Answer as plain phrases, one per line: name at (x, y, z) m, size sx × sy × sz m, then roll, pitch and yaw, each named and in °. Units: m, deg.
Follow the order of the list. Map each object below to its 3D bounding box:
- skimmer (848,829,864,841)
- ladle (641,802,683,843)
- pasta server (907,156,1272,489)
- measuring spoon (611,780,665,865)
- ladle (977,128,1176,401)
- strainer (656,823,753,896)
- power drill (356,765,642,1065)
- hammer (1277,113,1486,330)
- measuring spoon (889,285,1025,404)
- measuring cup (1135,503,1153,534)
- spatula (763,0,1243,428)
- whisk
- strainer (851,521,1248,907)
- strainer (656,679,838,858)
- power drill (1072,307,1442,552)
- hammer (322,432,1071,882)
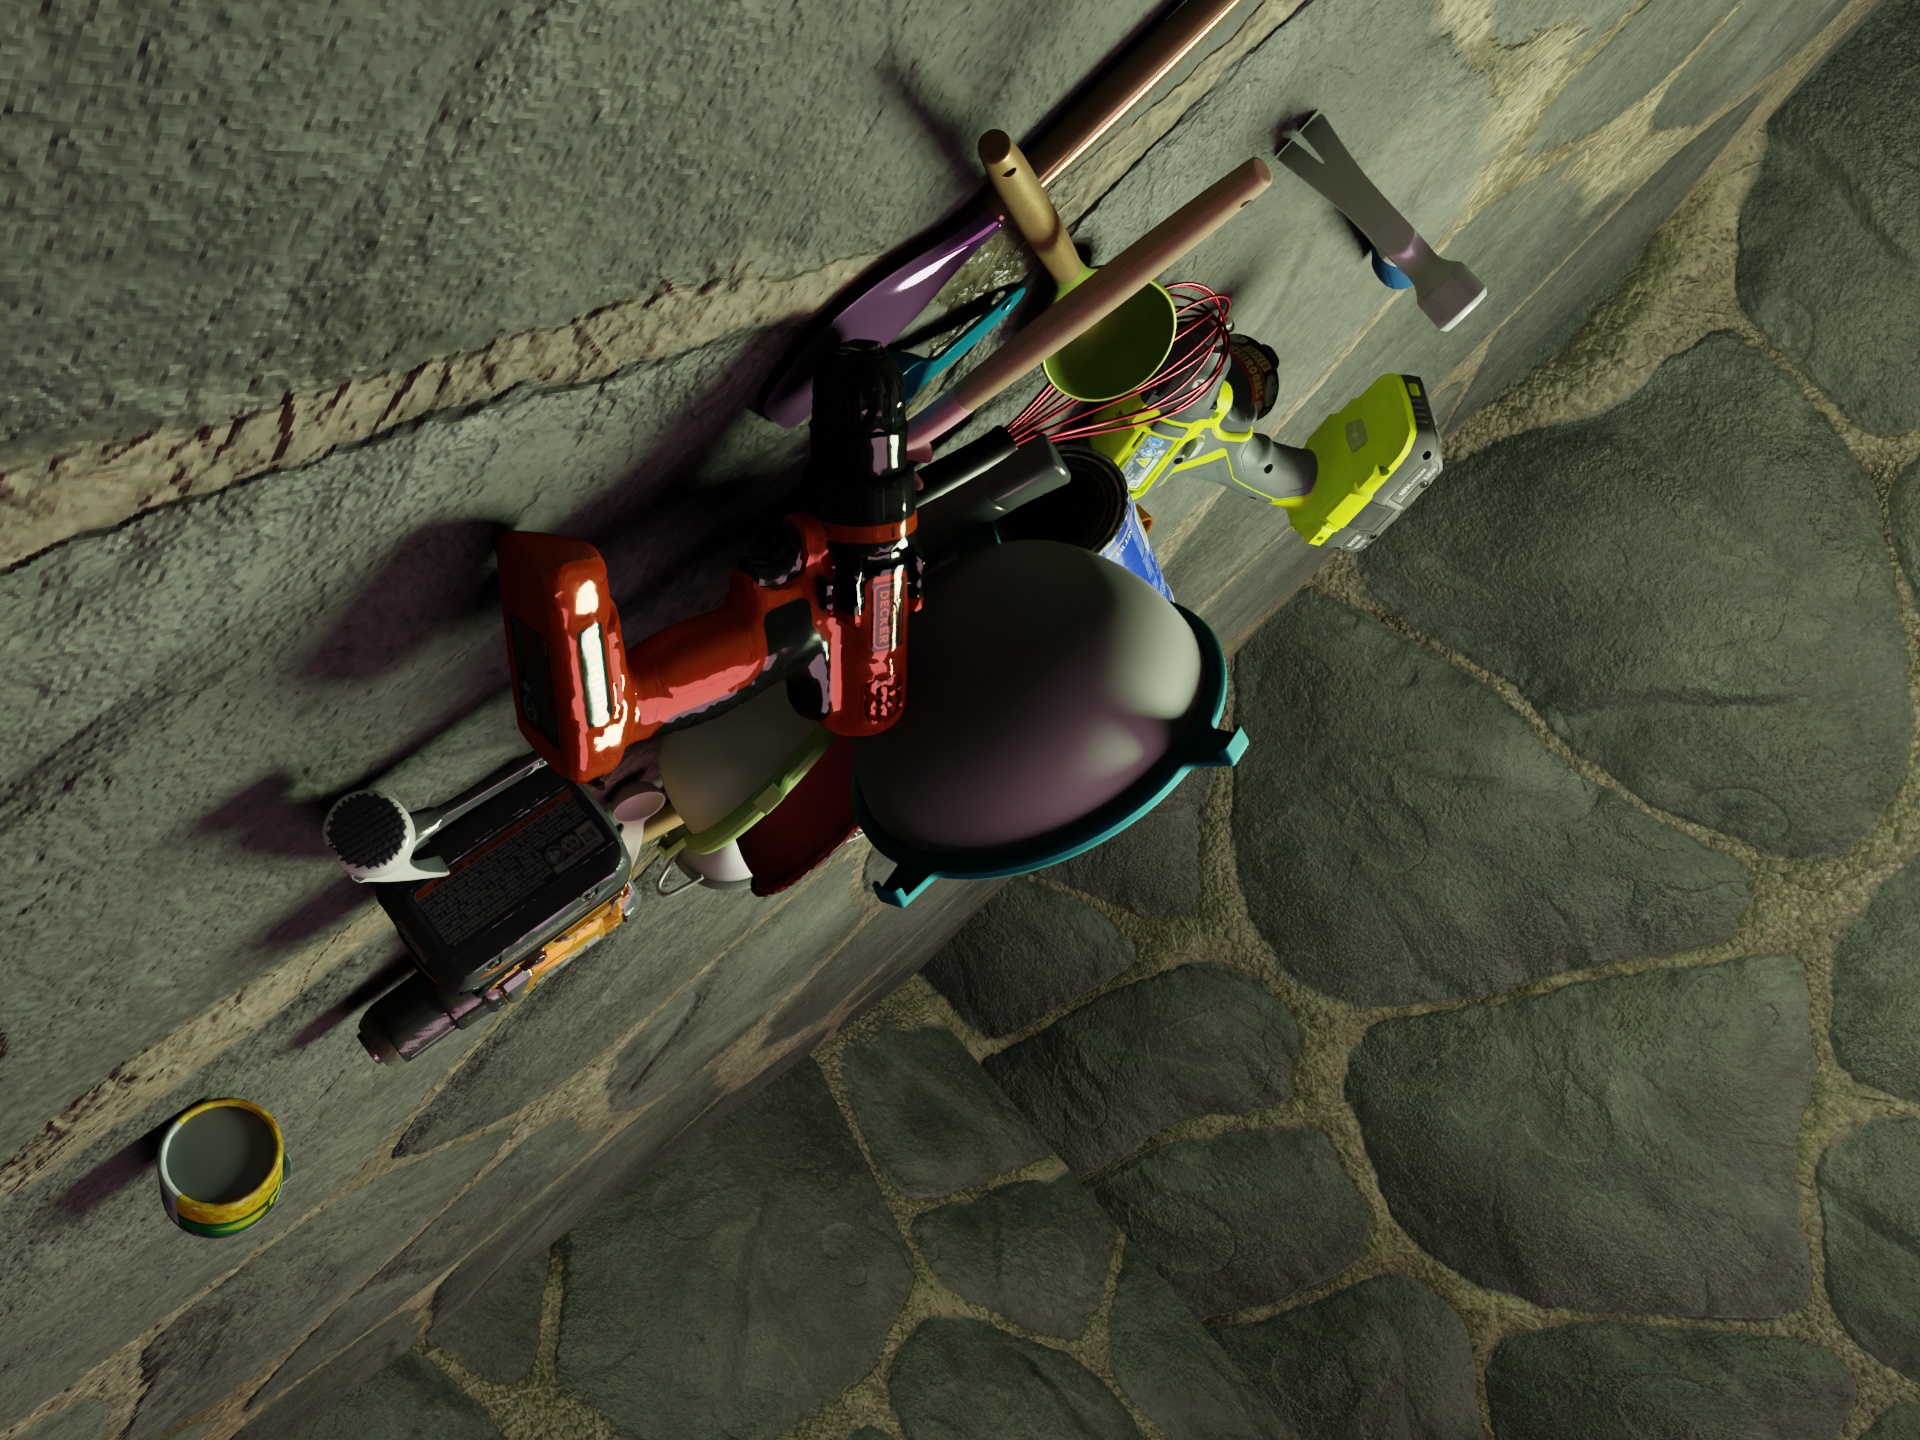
skimmer at (-0.039, -0.017, 1.299) m, size 0.127 × 0.090 × 0.363 m, roll -17°, pitch -156°, yaw 49°
ladle at (-0.100, 0.012, 1.075) m, size 0.315 × 0.031 × 0.069 m, roll -29°, pitch 174°, yaw -4°
pasta server at (0.023, -0.157, 0.741) m, size 0.316 × 0.040 × 0.060 m, roll -29°, pitch -179°, yaw 43°
measuring spoon at (-0.219, 0.073, 1.036) m, size 0.034 × 0.018 × 0.124 m, roll -12°, pitch 152°, yaw -29°
ladle at (0.051, -0.204, 0.731) m, size 0.078 × 0.062 × 0.320 m, roll -32°, pitch 176°, yaw 11°
strainer at (-0.112, 0.041, 1.134) m, size 0.258 × 0.087 × 0.050 m, roll -35°, pitch 158°, yaw -32°
power drill at (-0.271, 0.122, 0.910) m, size 0.185 × 0.084 × 0.226 m, roll -36°, pitch 173°, yaw -19°
hammer at (0.291, -0.326, 1.085) m, size 0.035 × 0.144 × 0.405 m, roll -43°, pitch 179°, yaw 20°
measuring spoon at (-0.011, -0.186, 0.777) m, size 0.129 × 0.021 × 0.042 m, roll -46°, pitch 174°, yaw -34°
measuring cup at (0.080, -0.121, 1.276) m, size 0.173 × 0.052 × 0.095 m, roll -47°, pitch 169°, yaw 37°
spatula at (0.032, -0.239, 0.691) m, size 0.316 × 0.018 × 0.059 m, roll -42°, pitch 170°, yaw 6°
whisk at (0.043, -0.170, 0.924) m, size 0.296 × 0.073 × 0.073 m, roll -33°, pitch 168°, yaw -14°
strainer at (0.013, -0.064, 0.864) m, size 0.211 × 0.095 × 0.341 m, roll -24°, pitch -144°, yaw 8°
strainer at (-0.100, -0.037, 0.941) m, size 0.151 × 0.069 × 0.256 m, roll -25°, pitch -153°, yaw 54°
power drill at (0.205, -0.195, 1.078) m, size 0.223 × 0.080 × 0.171 m, roll 8°, pitch 147°, yaw -22°
hammer at (-0.112, -0.035, 0.783) m, size 0.409 × 0.036 × 0.149 m, roll -32°, pitch 178°, yaw -17°
